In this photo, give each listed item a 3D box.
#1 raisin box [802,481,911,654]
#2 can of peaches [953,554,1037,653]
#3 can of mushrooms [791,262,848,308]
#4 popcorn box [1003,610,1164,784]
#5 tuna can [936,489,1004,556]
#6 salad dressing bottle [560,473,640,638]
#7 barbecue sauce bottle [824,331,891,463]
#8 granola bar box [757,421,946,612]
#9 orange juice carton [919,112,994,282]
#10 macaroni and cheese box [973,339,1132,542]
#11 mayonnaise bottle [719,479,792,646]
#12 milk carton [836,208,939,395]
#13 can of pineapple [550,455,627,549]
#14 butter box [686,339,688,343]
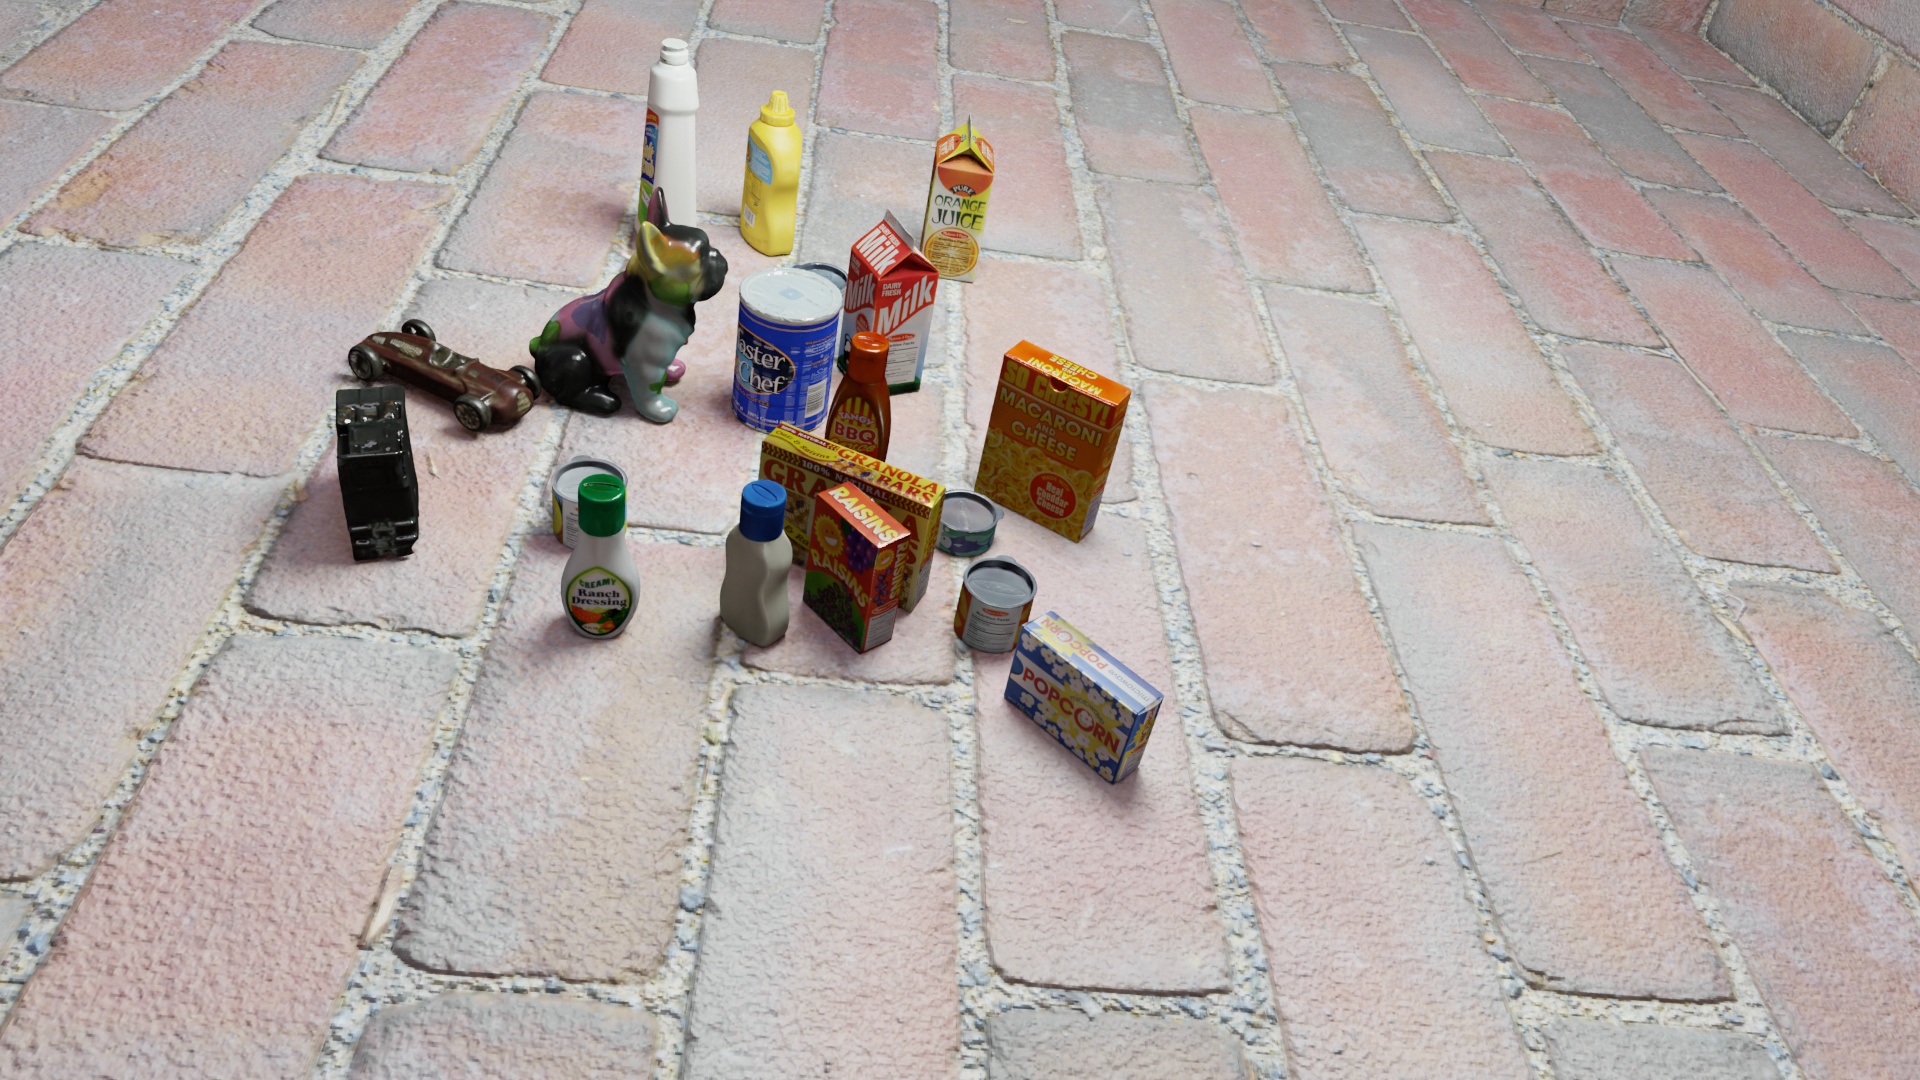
[{"bbox_3d":[-0.090,0.023,1.191,0.040,0.122,0.086,-24,51,-36],"label":"raisin box"},{"bbox_3d":[0.031,0.056,1.234,0.071,0.057,0.071,7,39,-6],"label":"can of peaches"},{"bbox_3d":[-0.167,-0.299,1.638,0.071,0.033,0.071,7,39,-6],"label":"can of mushrooms"},{"bbox_3d":[0.100,0.128,1.142,0.127,0.084,0.038,37,45,28],"label":"popcorn box"},{"bbox_3d":[0.005,-0.017,1.337,0.071,0.032,0.071,7,39,-6],"label":"tuna can"},{"bbox_3d":[-0.293,0.013,1.132,0.064,0.146,0.044,4,39,-10],"label":"salad dressing bottle"},{"bbox_3d":[-0.097,-0.133,1.361,0.065,0.147,0.044,15,39,3],"label":"barbecue sauce bottle"},{"bbox_3d":[-0.101,-0.021,1.242,0.166,0.123,0.039,22,40,12],"label":"granola bar box"},{"bbox_3d":[-0.003,-0.420,1.703,0.073,0.191,0.072,7,39,-6],"label":"orange juice carton"},{"bbox_3d":[0.087,-0.095,1.348,0.124,0.165,0.040,27,41,18],"label":"macaroni and cheese box"},{"bbox_3d":[-0.168,0.018,1.158,0.065,0.147,0.041,33,43,25],"label":"mayonnaise bottle"},{"bbox_3d":[-0.076,-0.252,1.479,0.074,0.189,0.072,-12,44,-27],"label":"milk carton"},{"bbox_3d":[-0.333,-0.033,1.250,0.071,0.057,0.071,7,39,-6],"label":"can of pineapple"},{"bbox_3d":[-0.324,-0.266,1.542,0.024,0.052,0.104,-7,42,-22],"label":"butter box"}]
